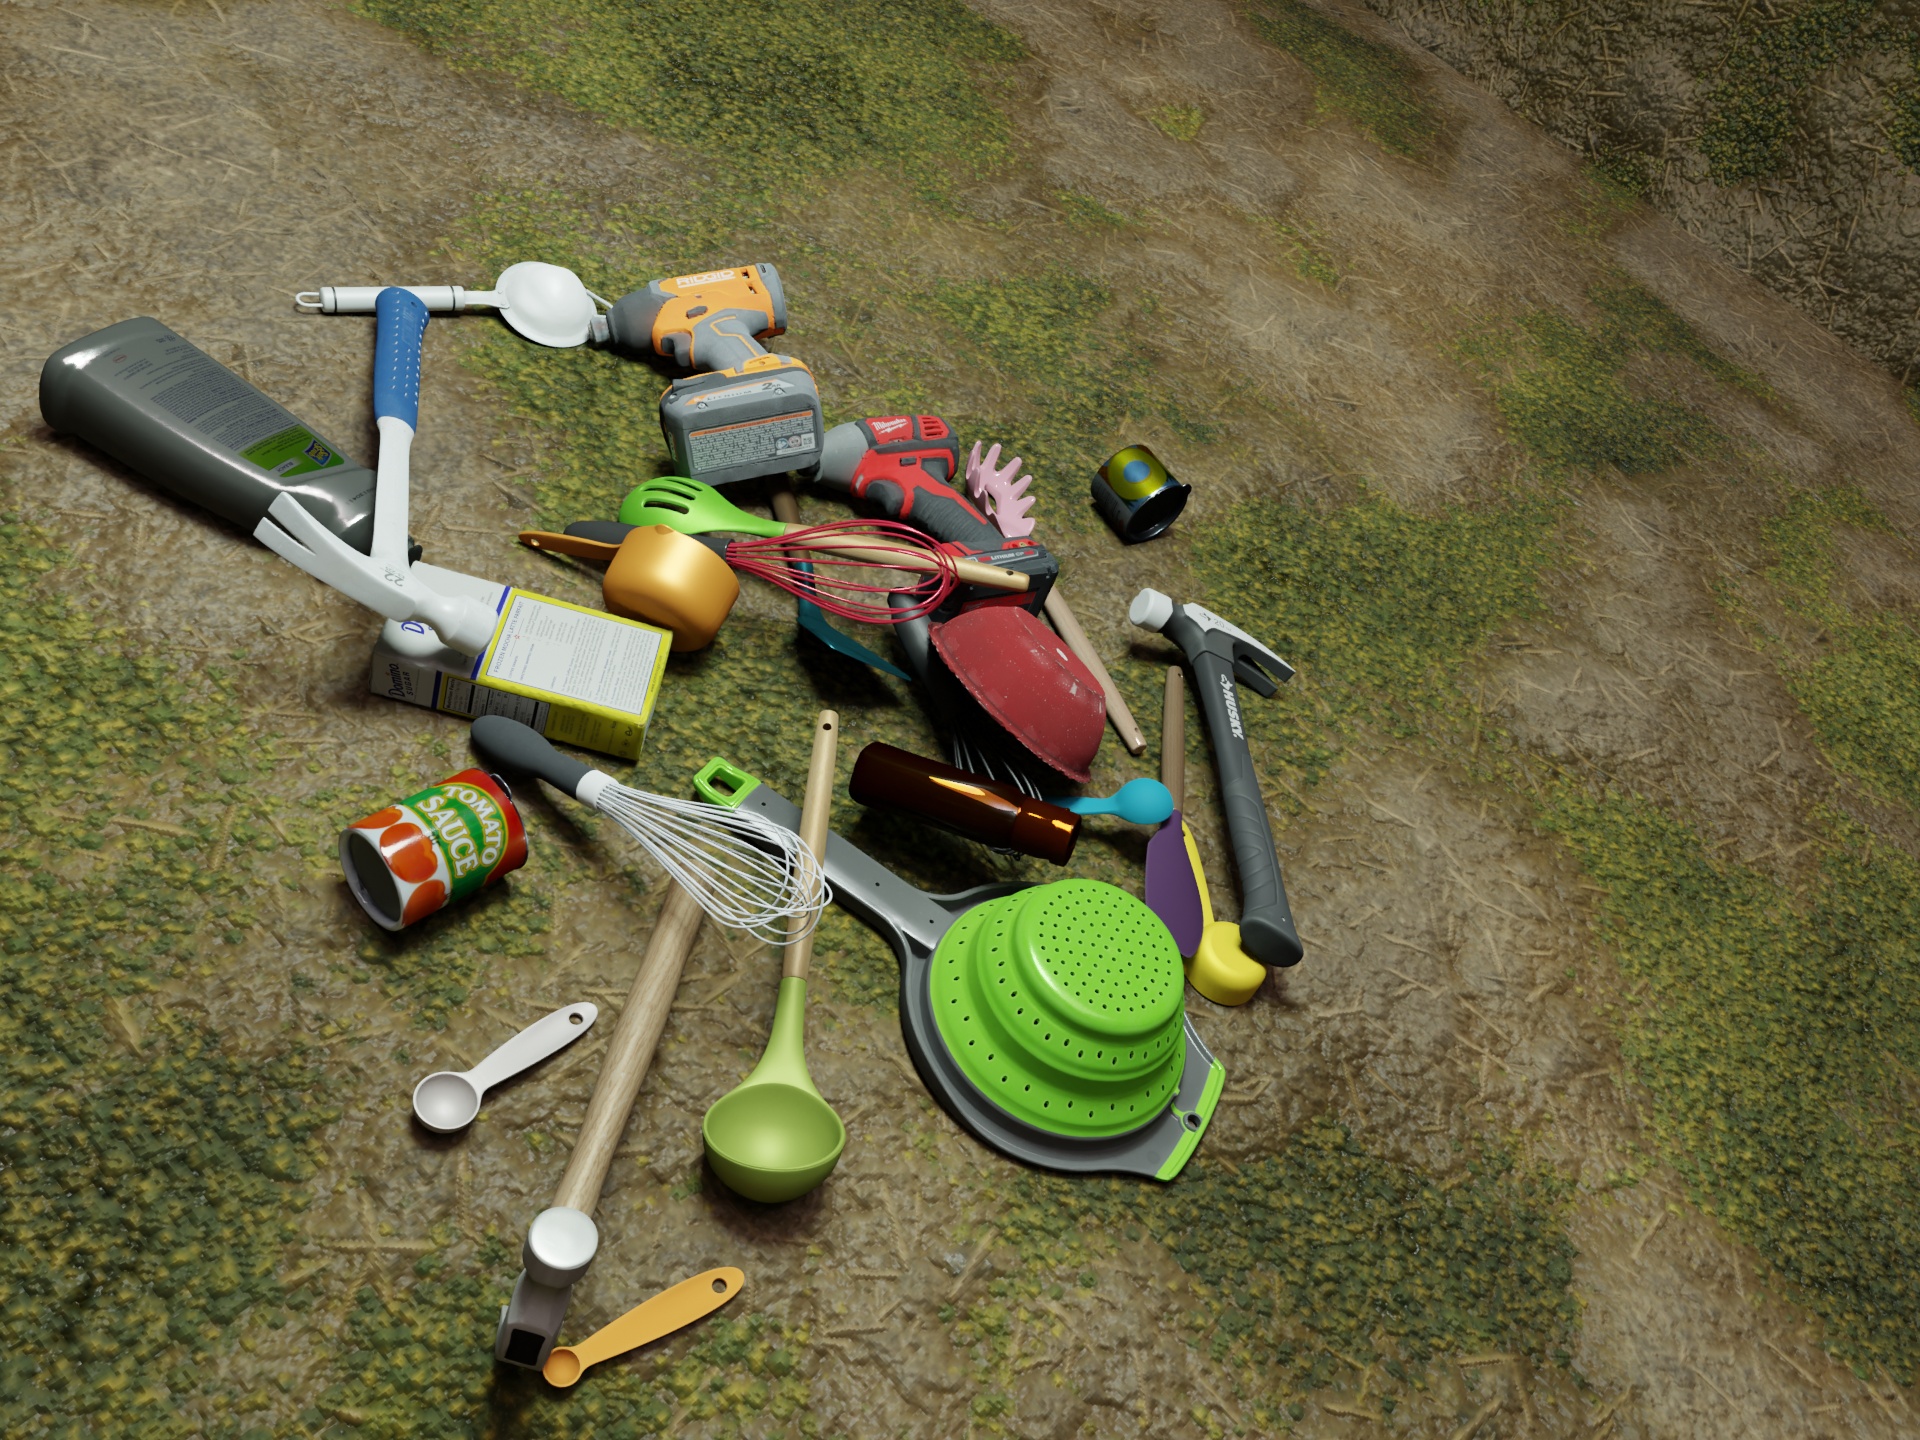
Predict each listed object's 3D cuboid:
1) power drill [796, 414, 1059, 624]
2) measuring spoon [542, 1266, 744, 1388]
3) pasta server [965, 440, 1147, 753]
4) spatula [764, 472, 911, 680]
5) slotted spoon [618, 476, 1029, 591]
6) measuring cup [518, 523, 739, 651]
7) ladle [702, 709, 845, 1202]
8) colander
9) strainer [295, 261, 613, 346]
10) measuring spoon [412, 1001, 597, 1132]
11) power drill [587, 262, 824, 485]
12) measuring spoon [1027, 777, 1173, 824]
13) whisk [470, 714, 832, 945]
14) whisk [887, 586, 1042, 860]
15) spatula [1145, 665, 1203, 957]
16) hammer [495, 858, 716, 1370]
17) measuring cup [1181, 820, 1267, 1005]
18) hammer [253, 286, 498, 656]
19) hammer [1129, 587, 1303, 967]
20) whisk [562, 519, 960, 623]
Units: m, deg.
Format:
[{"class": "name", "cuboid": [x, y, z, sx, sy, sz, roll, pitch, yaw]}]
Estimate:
[{"class": "power drill", "cuboid": [-0.032, -0.160, 1.264, 0.143, 0.078, 0.220, -11, 53, -34]}, {"class": "measuring spoon", "cuboid": [-0.159, 0.307, 0.808, 0.117, 0.011, 0.021, -16, 57, -40]}, {"class": "pasta server", "cuboid": [0.077, -0.104, 1.290, 0.060, 0.040, 0.317, 1, 49, -40]}, {"class": "spatula", "cuboid": [-0.118, -0.142, 1.225, 0.082, 0.044, 0.318, 22, 36, -42]}, {"class": "slotted spoon", "cuboid": [-0.103, -0.134, 1.166, 0.314, 0.031, 0.070, 13, 47, 7]}, {"class": "measuring cup", "cuboid": [-0.242, -0.096, 1.109, 0.174, 0.095, 0.052, 13, 61, 15]}, {"class": "ladle", "cuboid": [-0.094, 0.124, 0.936, 0.078, 0.062, 0.320, 8, 57, -5]}, {"class": "colander", "cuboid": [0.005, 0.121, 0.999, 0.397, 0.094, 0.204, 34, 44, 7]}, {"class": "strainer", "cuboid": [-0.397, -0.340, 1.279, 0.258, 0.050, 0.087, -9, 69, -28]}, {"class": "measuring spoon", "cuboid": [-0.247, 0.190, 0.874, 0.034, 0.018, 0.124, 42, 38, 15]}, {"class": "power drill", "cuboid": [-0.205, -0.283, 1.274, 0.164, 0.084, 0.227, -13, 46, -11]}, {"class": "measuring spoon", "cuboid": [0.087, 0.053, 1.125, 0.128, 0.021, 0.042, 0, 33, 2]}, {"class": "whisk", "cuboid": [-0.193, 0.056, 0.949, 0.285, 0.070, 0.070, 23, 39, 27]}, {"class": "whisk", "cuboid": [-0.003, -0.004, 1.134, 0.055, 0.055, 0.239, -8, 57, -32]}, {"class": "spatula", "cuboid": [0.157, 0.055, 1.169, 0.059, 0.018, 0.316, 40, 32, -21]}, {"class": "hammer", "cuboid": [-0.181, 0.190, 0.847, 0.031, 0.130, 0.332, 21, 33, -7]}, {"class": "measuring cup", "cuboid": [0.176, 0.127, 1.125, 0.062, 0.029, 0.157, 6, 49, -22]}, {"class": "hammer", "cuboid": [-0.391, -0.198, 1.085, 0.144, 0.035, 0.406, 29, 25, -35]}, {"class": "hammer", "cuboid": [0.211, 0.041, 1.189, 0.146, 0.035, 0.335, 22, 40, -24]}, {"class": "whisk", "cuboid": [-0.144, -0.114, 1.121, 0.296, 0.073, 0.073, 8, 42, 12]}]
